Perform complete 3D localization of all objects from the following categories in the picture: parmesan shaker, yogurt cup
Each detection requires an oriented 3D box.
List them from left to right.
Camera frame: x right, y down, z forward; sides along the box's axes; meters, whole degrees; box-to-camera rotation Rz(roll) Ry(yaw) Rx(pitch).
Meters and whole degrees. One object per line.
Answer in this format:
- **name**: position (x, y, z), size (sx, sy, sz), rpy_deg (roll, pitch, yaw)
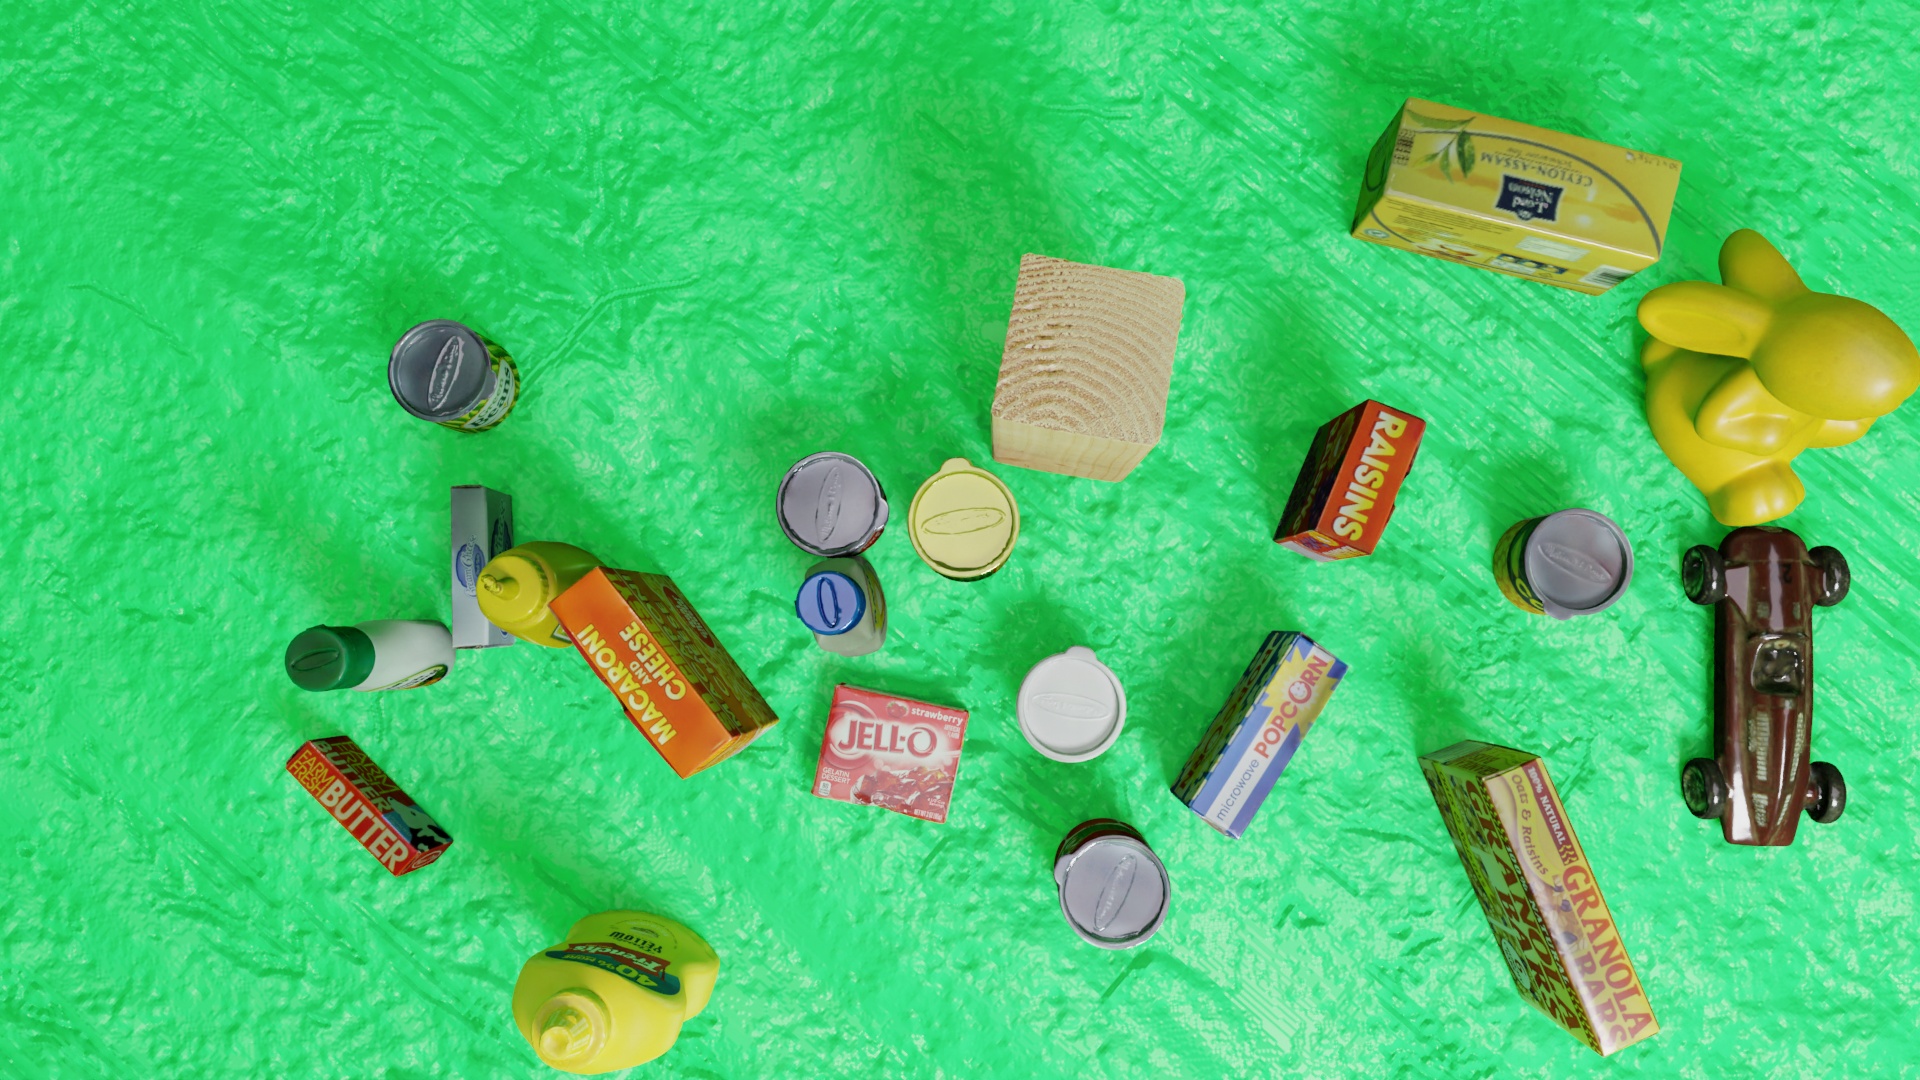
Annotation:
- **parmesan shaker**: position (0.003, -0.011, 0.865), size (0.071, 0.103, 0.071), rpy_deg (0, 86, 2)
- **yogurt cup**: position (0.069, 0.104, 0.880), size (0.072, 0.054, 0.072), rpy_deg (0, 86, 1)

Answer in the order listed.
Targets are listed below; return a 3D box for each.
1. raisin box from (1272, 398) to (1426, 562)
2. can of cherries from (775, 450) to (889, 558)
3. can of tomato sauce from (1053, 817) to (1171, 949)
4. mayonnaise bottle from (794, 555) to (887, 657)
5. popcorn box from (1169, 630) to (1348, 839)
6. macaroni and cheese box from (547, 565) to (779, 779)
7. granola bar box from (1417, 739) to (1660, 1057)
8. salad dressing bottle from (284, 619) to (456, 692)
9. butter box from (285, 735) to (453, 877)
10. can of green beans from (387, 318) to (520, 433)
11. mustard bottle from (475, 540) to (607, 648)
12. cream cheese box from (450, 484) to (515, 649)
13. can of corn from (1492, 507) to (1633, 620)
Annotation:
- **raisin box**: position (0.236, -0.033, 0.851), size (0.040, 0.123, 0.086), rpy_deg (24, 87, 3)
- **can of cherries**: position (-0.079, -0.020, 0.890), size (0.071, 0.058, 0.071), rpy_deg (0, 86, 2)
- **can of tomato sauce**: position (0.090, 0.209, 0.857), size (0.071, 0.083, 0.071), rpy_deg (0, 86, 2)
- **mayonnaise bottle**: position (-0.071, 0.039, 0.841), size (0.041, 0.148, 0.065), rpy_deg (-11, 86, 1)
- **popcorn box**: position (0.182, 0.118, 0.860), size (0.038, 0.085, 0.127), rpy_deg (33, 88, 3)
- **macaroni and cheese box**: position (-0.172, 0.077, 0.831), size (0.040, 0.166, 0.124), rpy_deg (-39, 86, -1)
- **granola bar box**: position (0.341, 0.205, 0.830), size (0.039, 0.124, 0.165), rpy_deg (-22, 86, 0)
- **salad dressing bottle**: position (-0.358, 0.071, 0.846), size (0.064, 0.147, 0.044), rpy_deg (-16, 86, 1)
- **butter box**: position (-0.377, 0.168, 0.887), size (0.103, 0.053, 0.024), rpy_deg (43, 88, 4)
- **can of green beans**: position (-0.328, -0.105, 0.903), size (0.071, 0.058, 0.071), rpy_deg (0, 86, 2)
- **mustard bottle**: position (-0.257, 0.032, 0.840), size (0.049, 0.160, 0.065), rpy_deg (27, 88, 3)
- **cream cheese box**: position (-0.308, 0.018, 0.896), size (0.024, 0.053, 0.104), rpy_deg (-2, 86, 1)
- **can of corn**: position (0.377, 0.017, 0.876), size (0.071, 0.058, 0.071), rpy_deg (0, 86, 2)
